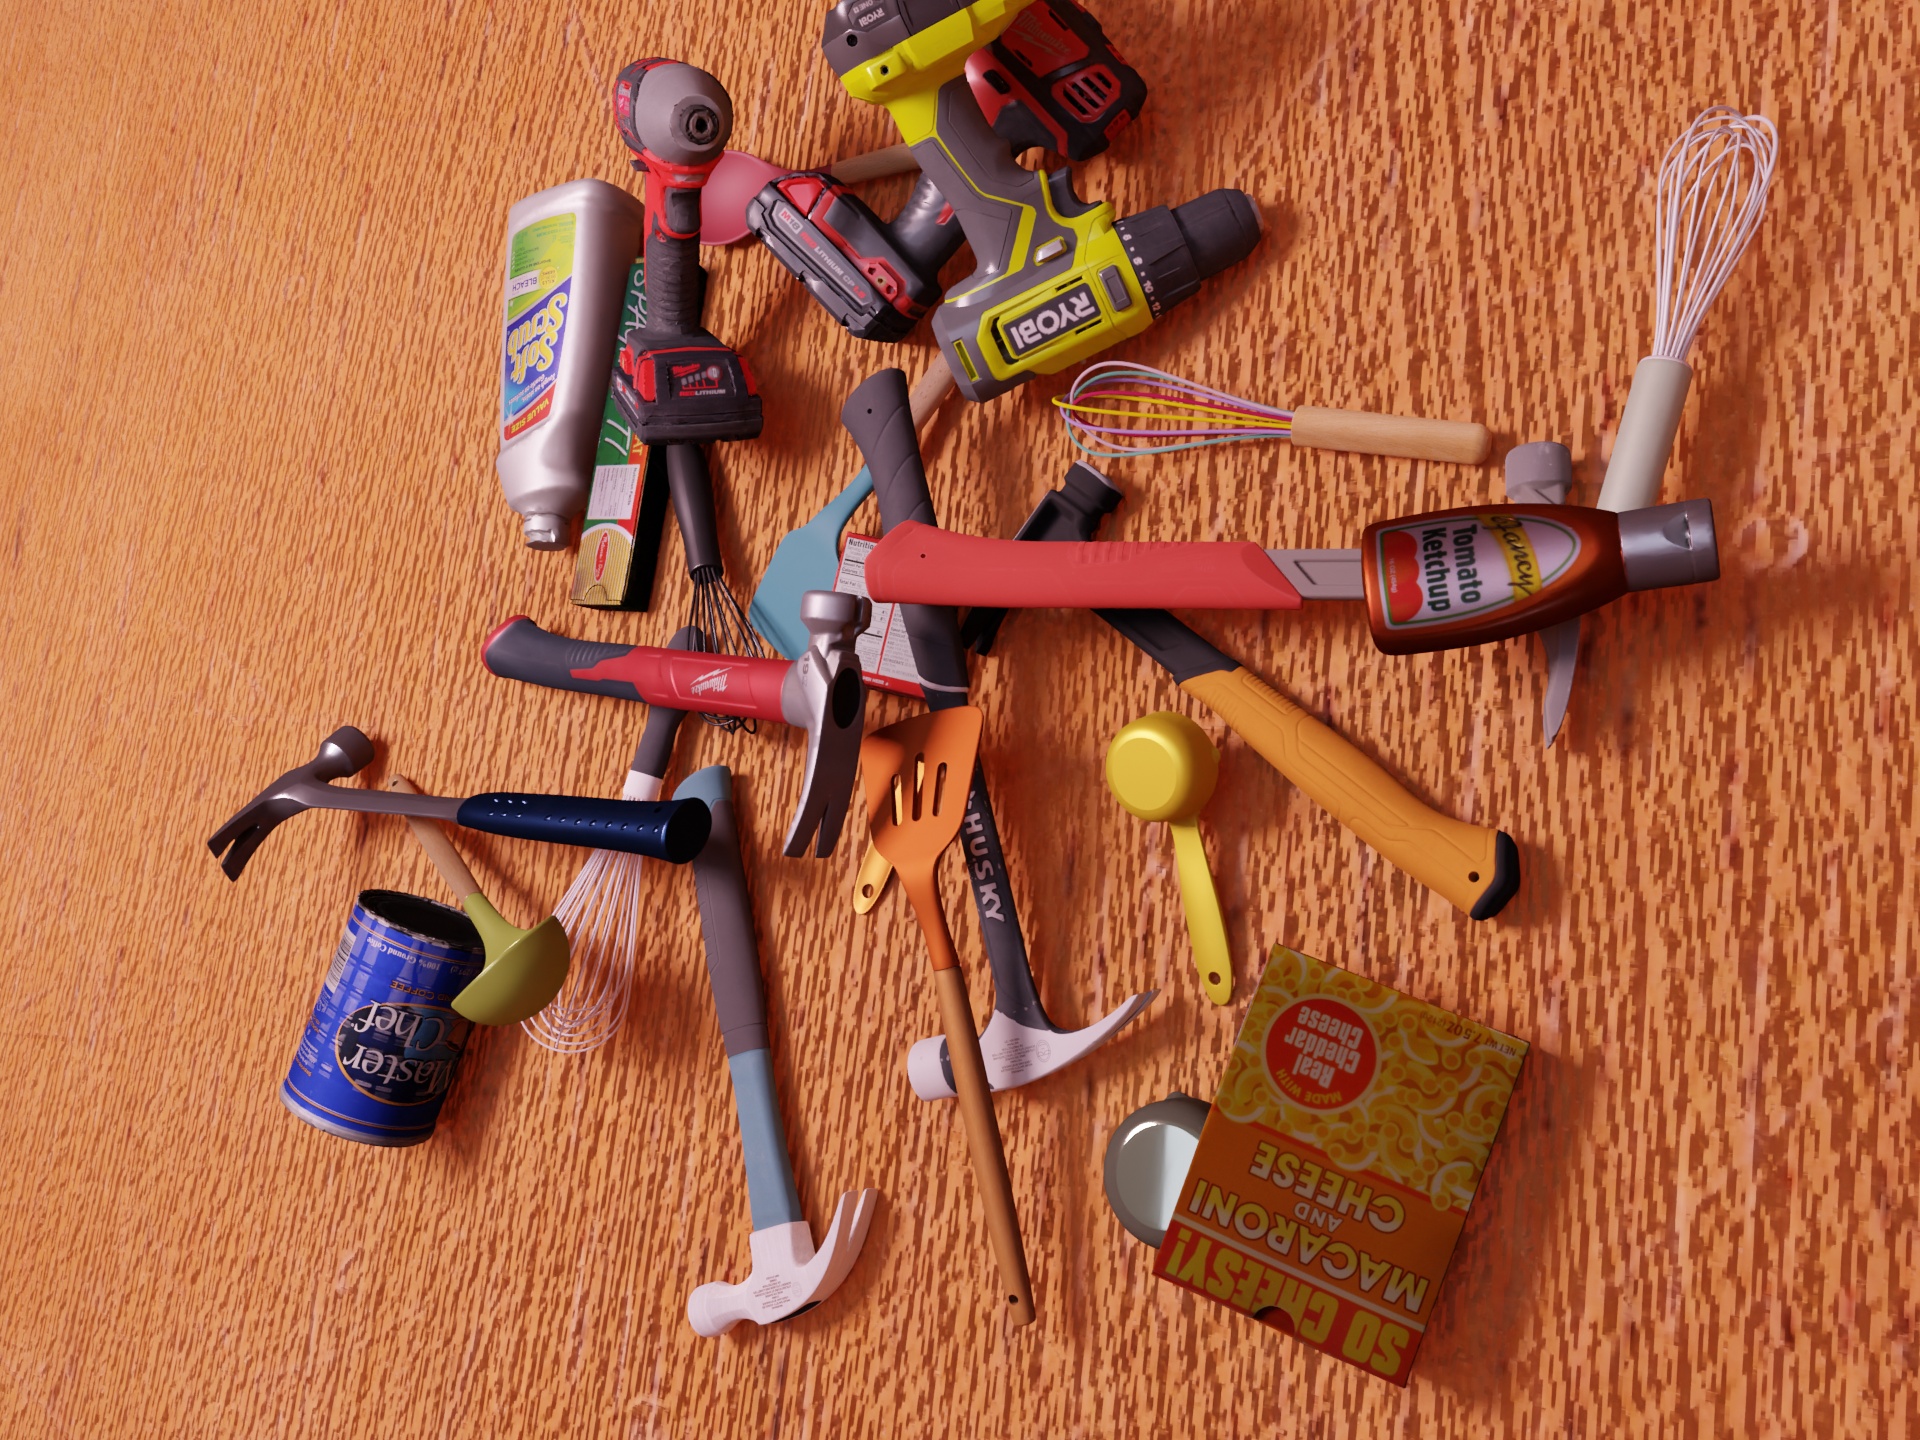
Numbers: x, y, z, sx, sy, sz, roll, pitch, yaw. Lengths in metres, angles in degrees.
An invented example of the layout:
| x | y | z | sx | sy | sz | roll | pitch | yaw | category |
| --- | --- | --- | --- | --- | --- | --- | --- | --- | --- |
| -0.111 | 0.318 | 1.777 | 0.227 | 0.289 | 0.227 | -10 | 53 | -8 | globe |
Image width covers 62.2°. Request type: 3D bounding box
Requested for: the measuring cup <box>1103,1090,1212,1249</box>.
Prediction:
| x | y | z | sx | sy | sz | roll | pitch | yaw | category |
| --- | --- | --- | --- | --- | --- | --- | --- | --- | --- |
| 0.148 | 0.220 | 0.783 | 0.167 | 0.038 | 0.083 | -14 | 72 | 27 | measuring cup |

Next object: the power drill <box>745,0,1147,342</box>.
| x | y | z | sx | sy | sz | roll | pitch | yaw | category |
| --- | --- | --- | --- | --- | --- | --- | --- | --- | --- |
| -0.026 | -0.360 | 0.950 | 0.226 | 0.080 | 0.188 | -43 | 91 | 16 | power drill |

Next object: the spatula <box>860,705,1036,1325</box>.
| x | y | z | sx | sy | sz | roll | pitch | yaw | category |
| --- | --- | --- | --- | --- | --- | --- | --- | --- | --- |
| 0.003 | 0.154 | 0.844 | 0.081 | 0.041 | 0.323 | -15 | 84 | 29 | spatula |

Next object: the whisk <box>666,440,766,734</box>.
| x | y | z | sx | sy | sz | roll | pitch | yaw | category |
| --- | --- | --- | --- | --- | --- | --- | --- | --- | --- |
| -0.162 | -0.095 | 1.030 | 0.055 | 0.055 | 0.239 | -27 | 61 | 23 | whisk |

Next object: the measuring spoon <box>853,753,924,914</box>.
| x | y | z | sx | sy | sz | roll | pitch | yaw | category |
| --- | --- | --- | --- | --- | --- | --- | --- | --- | --- |
| -0.037 | 0.062 | 0.945 | 0.021 | 0.011 | 0.117 | 26 | 97 | 32 | measuring spoon |

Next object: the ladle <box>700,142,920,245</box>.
| x | y | z | sx | sy | sz | roll | pitch | yaw | category |
| --- | --- | --- | --- | --- | --- | --- | --- | --- | --- |
| -0.060 | -0.364 | 1.039 | 0.315 | 0.031 | 0.069 | -3 | 83 | 28 | ladle |

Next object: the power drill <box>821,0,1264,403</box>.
| x | y | z | sx | sy | sz | roll | pitch | yaw | category |
| --- | --- | --- | --- | --- | --- | --- | --- | --- | --- |
| 0.044 | -0.312 | 0.875 | 0.190 | 0.080 | 0.228 | -25 | 110 | 9 | power drill |

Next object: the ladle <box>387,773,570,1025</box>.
| x | y | z | sx | sy | sz | roll | pitch | yaw | category |
| --- | --- | --- | --- | --- | --- | --- | --- | --- | --- |
| -0.333 | 0.099 | 1.037 | 0.078 | 0.062 | 0.320 | -42 | 41 | -10 | ladle |

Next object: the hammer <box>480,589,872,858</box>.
| x | y | z | sx | sy | sz | roll | pitch | yaw | category |
| --- | --- | --- | --- | --- | --- | --- | --- | --- | --- |
| -0.193 | -0.013 | 0.976 | 0.386 | 0.038 | 0.143 | 7 | 89 | 47 | hammer |

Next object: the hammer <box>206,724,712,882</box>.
| x | y | z | sx | sy | sz | roll | pitch | yaw | category |
| --- | --- | --- | --- | --- | --- | --- | --- | --- | --- |
| -0.327 | 0.062 | 1.029 | 0.406 | 0.035 | 0.144 | 2 | 36 | 34 | hammer |

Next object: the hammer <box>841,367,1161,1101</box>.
| x | y | z | sx | sy | sz | roll | pitch | yaw | category |
| --- | --- | --- | --- | --- | --- | --- | --- | --- | --- |
| -0.001 | -0.003 | 0.886 | 0.149 | 0.036 | 0.409 | -18 | 79 | 29 | hammer |

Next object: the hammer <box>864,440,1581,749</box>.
| x | y | z | sx | sy | sz | roll | pitch | yaw | category |
| --- | --- | --- | --- | --- | --- | --- | --- | --- | --- |
| 0.124 | -0.065 | 0.812 | 0.359 | 0.036 | 0.149 | 1 | 76 | 16 | hammer |

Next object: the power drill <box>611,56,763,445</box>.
| x | y | z | sx | sy | sz | roll | pitch | yaw | category |
| --- | --- | --- | --- | --- | --- | --- | --- | --- | --- |
| -0.172 | -0.288 | 0.979 | 0.143 | 0.078 | 0.219 | -132 | 40 | -57 | power drill |

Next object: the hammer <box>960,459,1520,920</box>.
| x | y | z | sx | sy | sz | roll | pitch | yaw | category |
| --- | --- | --- | --- | --- | --- | --- | --- | --- | --- |
| 0.143 | -0.004 | 0.838 | 0.337 | 0.034 | 0.127 | 41 | 100 | 30 | hammer |

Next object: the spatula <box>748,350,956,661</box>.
| x | y | z | sx | sy | sz | roll | pitch | yaw | category |
| --- | --- | --- | --- | --- | --- | --- | --- | --- | --- |
| -0.031 | -0.175 | 0.985 | 0.082 | 0.044 | 0.317 | 38 | 95 | 32 | spatula |

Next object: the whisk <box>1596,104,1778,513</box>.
| x | y | z | sx | sy | sz | roll | pitch | yaw | category |
| --- | --- | --- | --- | --- | --- | --- | --- | --- | --- |
| 0.334 | -0.173 | 0.747 | 0.058 | 0.059 | 0.246 | 11 | 82 | 59 | whisk |

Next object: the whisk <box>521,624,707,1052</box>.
| x | y | z | sx | sy | sz | roll | pitch | yaw | category |
| --- | --- | --- | --- | --- | --- | --- | --- | --- | --- |
| -0.213 | 0.074 | 1.021 | 0.070 | 0.070 | 0.285 | 12 | 81 | 32 | whisk |

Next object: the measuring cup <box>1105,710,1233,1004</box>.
| x | y | z | sx | sy | sz | roll | pitch | yaw | category |
| --- | --- | --- | --- | --- | --- | --- | --- | --- | --- |
| 0.113 | 0.073 | 0.821 | 0.062 | 0.029 | 0.156 | -15 | 87 | 39 | measuring cup |

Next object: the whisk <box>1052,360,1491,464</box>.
| x | y | z | sx | sy | sz | roll | pitch | yaw | category |
| --- | --- | --- | --- | --- | --- | --- | --- | --- | --- |
| 0.159 | -0.160 | 0.858 | 0.245 | 0.047 | 0.051 | 13 | 85 | 28 | whisk |

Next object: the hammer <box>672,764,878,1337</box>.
| x | y | z | sx | sy | sz | roll | pitch | yaw | category |
| --- | --- | --- | --- | --- | --- | --- | --- | --- | --- |
| -0.131 | 0.187 | 0.957 | 0.128 | 0.033 | 0.331 | -22 | 69 | 25 | hammer |
